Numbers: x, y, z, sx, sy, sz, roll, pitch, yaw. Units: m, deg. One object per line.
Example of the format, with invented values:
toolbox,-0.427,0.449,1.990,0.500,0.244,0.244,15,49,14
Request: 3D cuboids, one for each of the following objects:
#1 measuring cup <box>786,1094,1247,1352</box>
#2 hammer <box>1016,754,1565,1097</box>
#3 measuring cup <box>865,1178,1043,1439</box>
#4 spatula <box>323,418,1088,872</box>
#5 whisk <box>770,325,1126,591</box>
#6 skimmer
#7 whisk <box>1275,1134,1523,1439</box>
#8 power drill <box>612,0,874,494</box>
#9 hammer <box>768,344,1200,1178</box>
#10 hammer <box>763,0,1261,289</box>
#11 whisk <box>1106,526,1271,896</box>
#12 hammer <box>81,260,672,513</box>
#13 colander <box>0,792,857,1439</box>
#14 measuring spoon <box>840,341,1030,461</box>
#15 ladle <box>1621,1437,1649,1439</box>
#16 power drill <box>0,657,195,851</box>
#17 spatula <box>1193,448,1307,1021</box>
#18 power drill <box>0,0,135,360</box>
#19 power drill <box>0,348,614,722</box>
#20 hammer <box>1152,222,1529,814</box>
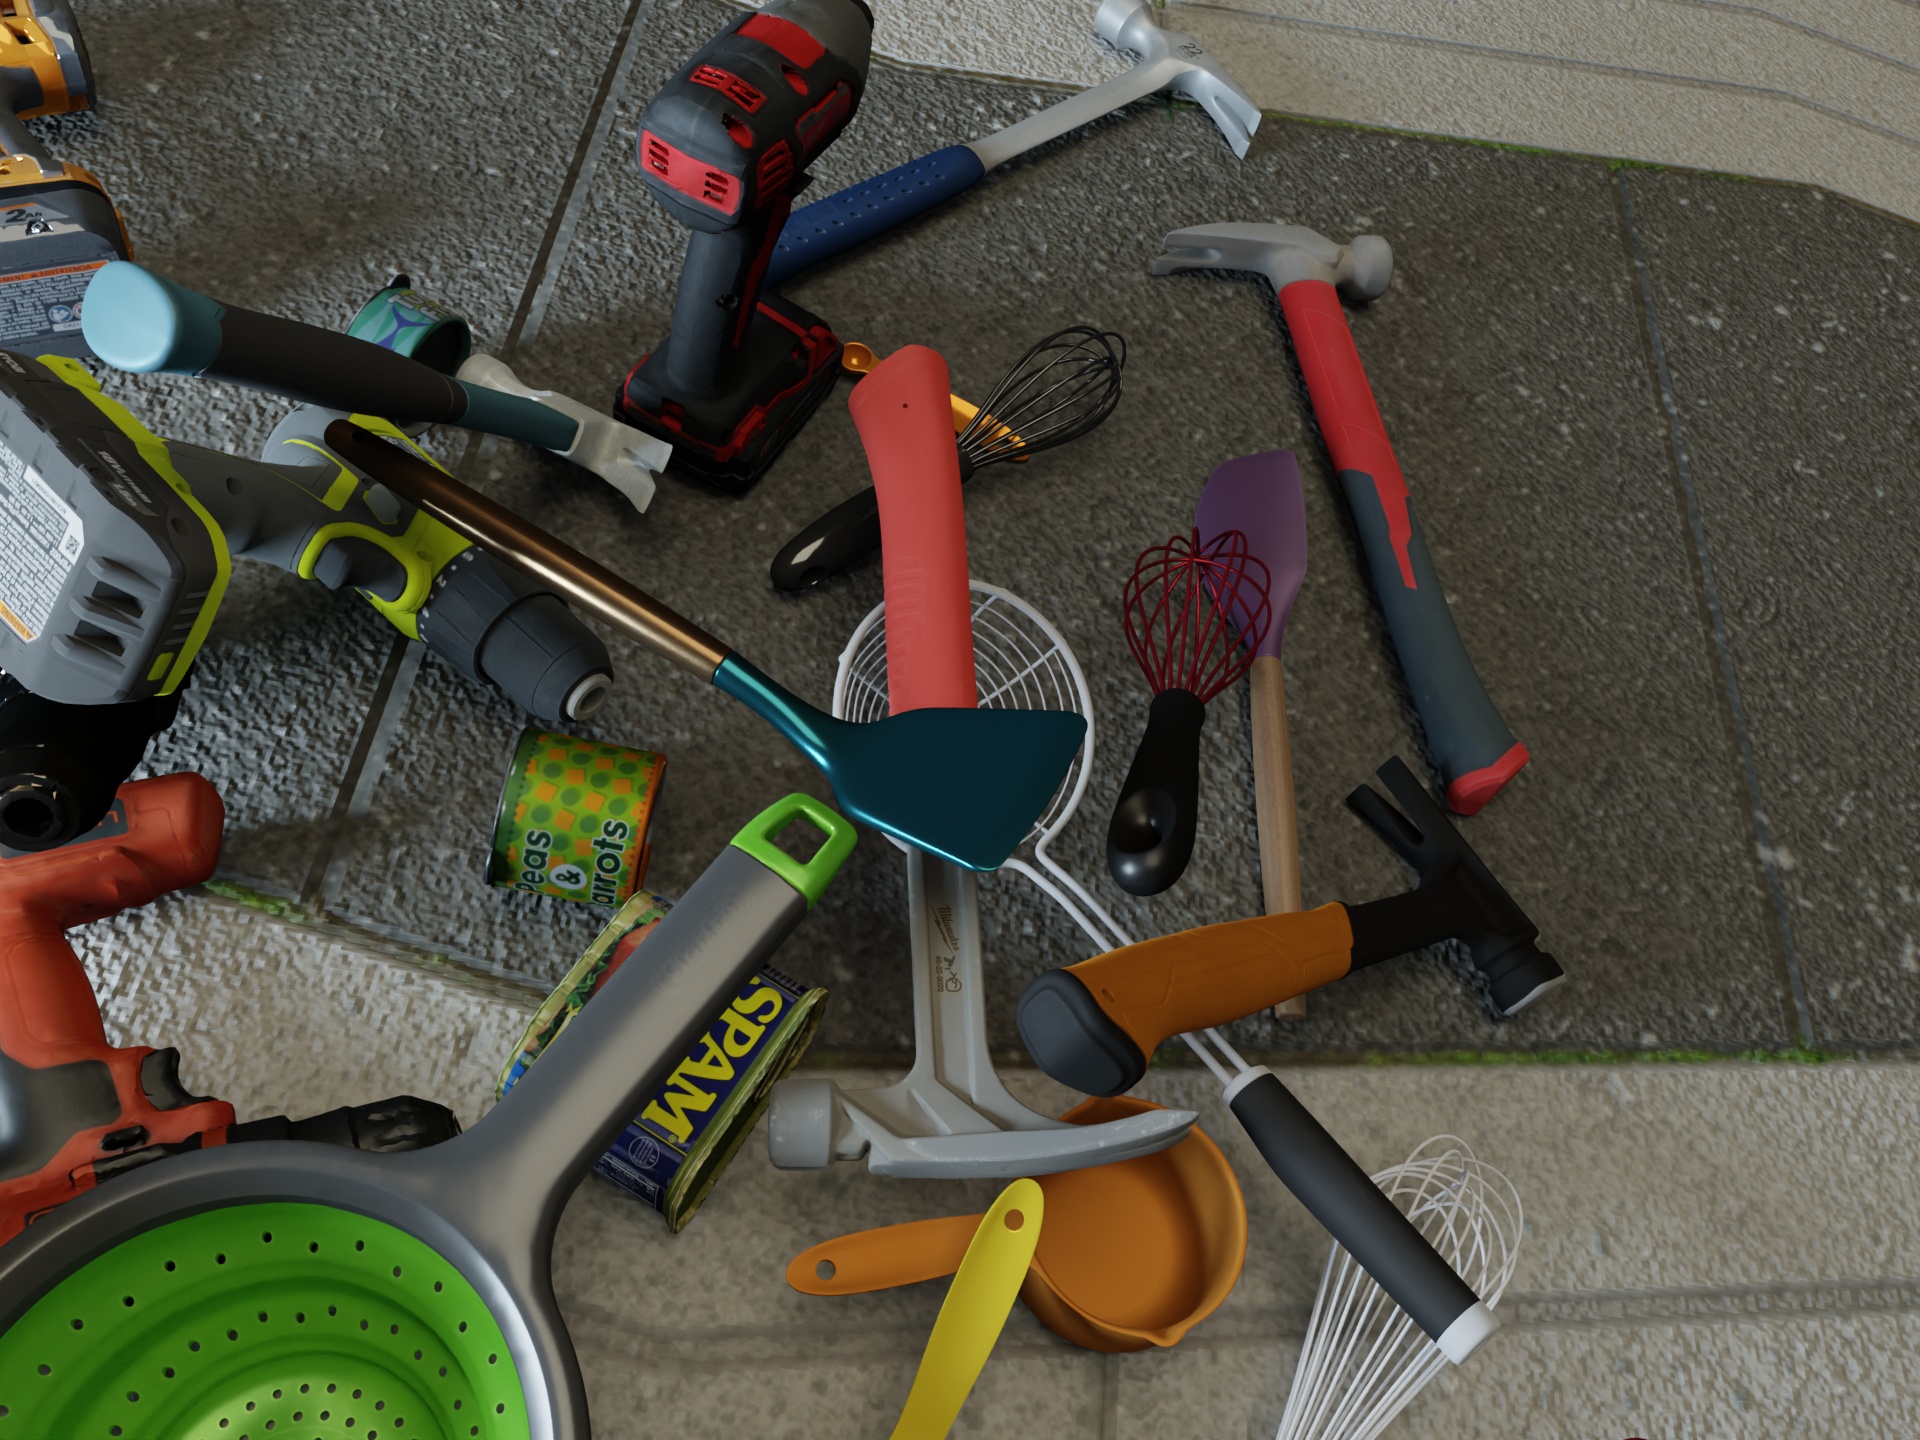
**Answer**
measuring cup,0.019,0.197,0.594,0.173,0.052,0.095,-5,59,-15
hammer,0.130,0.081,0.615,0.336,0.034,0.127,-3,53,-51
measuring cup,-0.010,0.230,0.546,0.062,0.029,0.156,27,78,-2
spatula,-0.108,-0.040,0.596,0.317,0.044,0.082,30,53,7
whisk,-0.001,-0.132,0.802,0.239,0.055,0.055,-38,73,-24
skimmer,0.078,0.084,0.627,0.127,0.090,0.364,-24,53,-28
whisk,0.123,0.268,0.573,0.070,0.070,0.285,36,61,10
power drill,-0.095,-0.223,0.734,0.078,0.219,0.143,28,56,5
hammer,-0.001,-0.002,0.635,0.149,0.036,0.359,-2,61,-4
hammer,0.017,-0.334,0.947,0.405,0.035,0.144,-36,72,-30
whisk,0.094,-0.012,0.683,0.073,0.073,0.296,23,31,1
hammer,-0.213,-0.128,0.620,0.128,0.331,0.033,26,98,8
colander,-0.164,0.184,0.515,0.204,0.094,0.397,33,61,13
measuring spoon,-0.015,-0.168,0.849,0.117,0.011,0.021,30,60,2
ladle,0.143,0.308,0.535,0.315,0.031,0.069,-3,81,-25
power drill,-0.401,-0.008,0.567,0.226,0.080,0.188,-2,28,-17
spatula,0.148,-0.006,0.773,0.060,0.018,0.316,-10,57,19
power drill,-0.496,-0.260,0.745,0.185,0.084,0.226,-17,59,-23
power drill,-0.255,-0.062,0.612,0.191,0.080,0.228,39,18,18
hammer,0.209,-0.125,0.859,0.143,0.038,0.387,-1,58,-13
